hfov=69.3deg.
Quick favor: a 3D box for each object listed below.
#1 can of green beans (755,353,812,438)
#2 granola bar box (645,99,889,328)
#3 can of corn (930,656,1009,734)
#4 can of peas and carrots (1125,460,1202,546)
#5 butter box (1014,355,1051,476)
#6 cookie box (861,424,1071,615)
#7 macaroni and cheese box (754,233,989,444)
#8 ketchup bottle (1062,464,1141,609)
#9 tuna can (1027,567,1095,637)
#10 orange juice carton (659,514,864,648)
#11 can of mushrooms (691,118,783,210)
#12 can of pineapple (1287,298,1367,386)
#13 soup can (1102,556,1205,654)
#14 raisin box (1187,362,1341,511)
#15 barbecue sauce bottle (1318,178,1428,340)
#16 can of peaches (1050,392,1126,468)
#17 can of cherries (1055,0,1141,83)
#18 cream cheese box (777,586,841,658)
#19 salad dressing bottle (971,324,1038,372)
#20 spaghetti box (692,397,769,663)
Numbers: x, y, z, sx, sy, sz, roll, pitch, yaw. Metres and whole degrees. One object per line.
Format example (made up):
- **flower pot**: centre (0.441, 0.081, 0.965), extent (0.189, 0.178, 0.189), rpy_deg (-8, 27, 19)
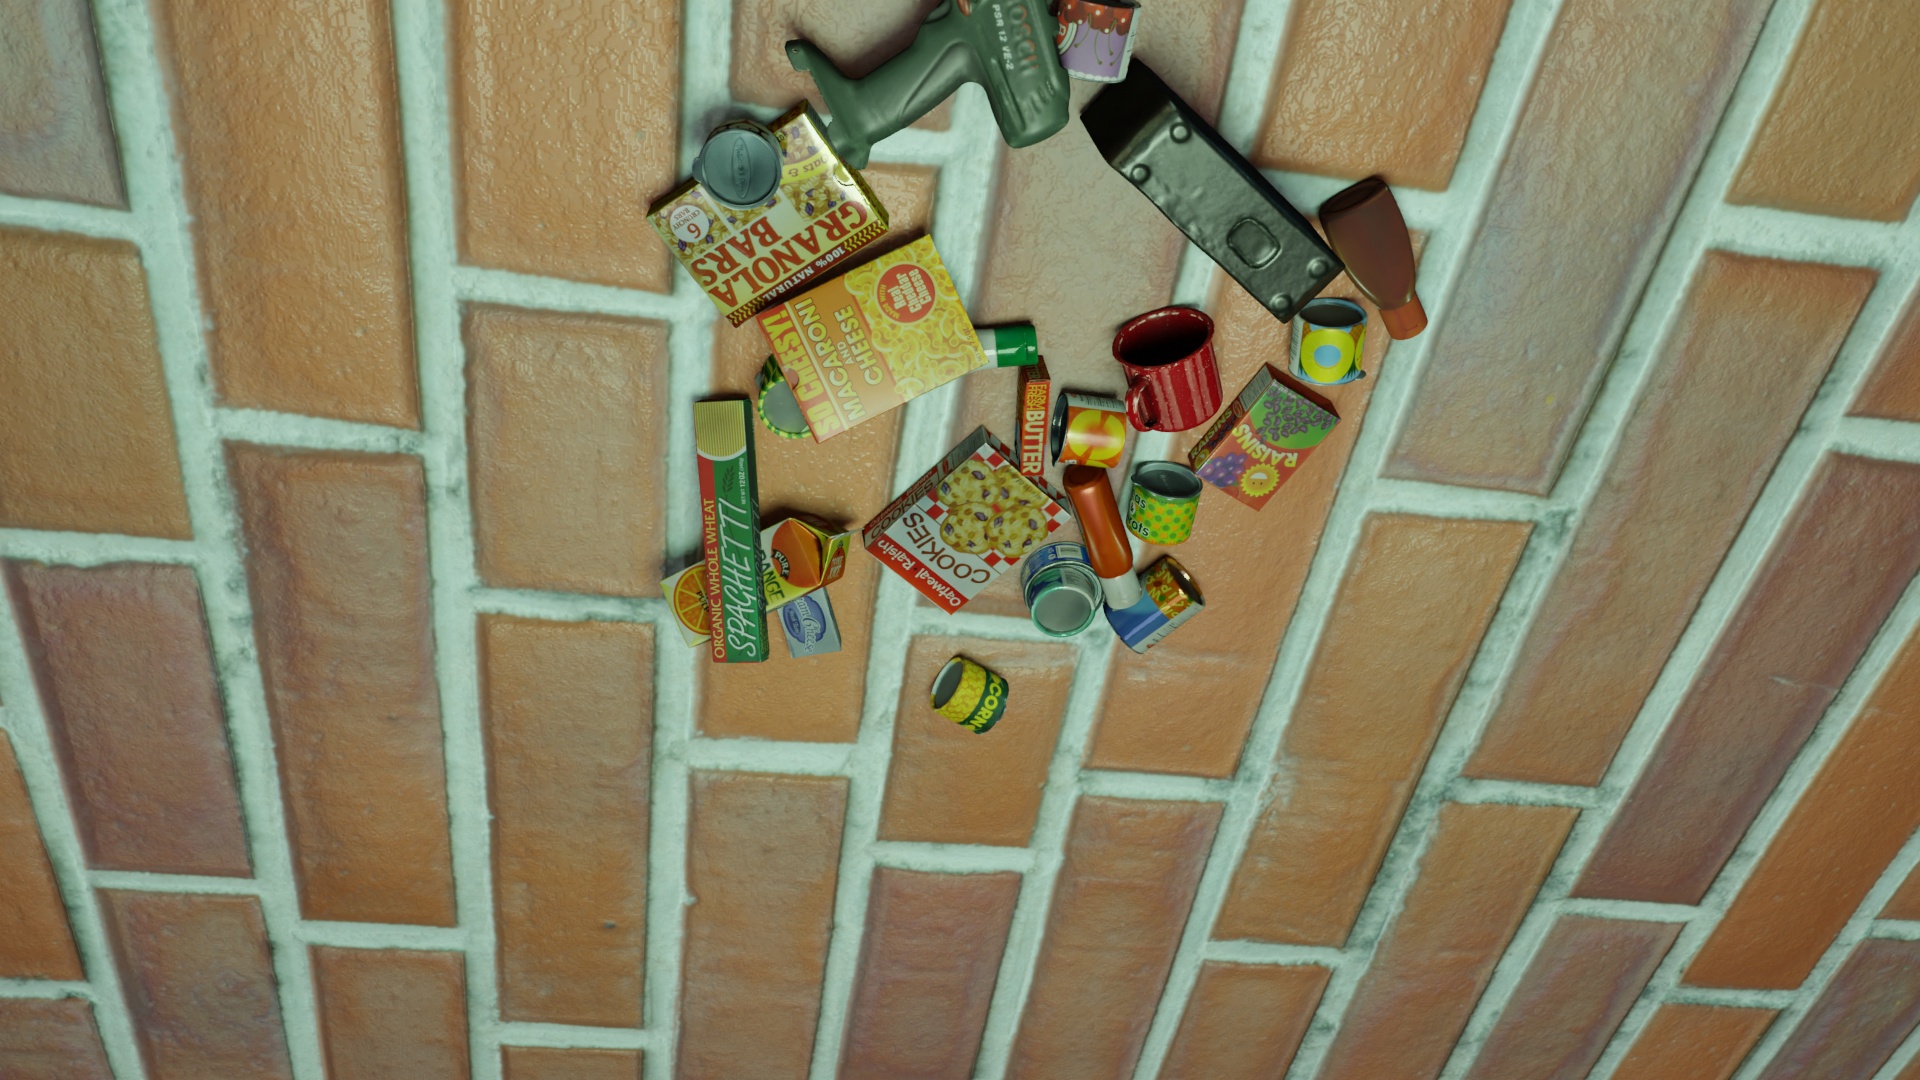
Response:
- **can of green beans**: centre (-0.151, -0.134, 1.264), extent (0.071, 0.058, 0.071), rpy_deg (-2, 124, -3)
- **granola bar box**: centre (-0.162, -0.274, 1.180), extent (0.165, 0.039, 0.124), rpy_deg (-29, 121, 15)
- **can of corn**: centre (0.010, 0.164, 1.473), extent (0.058, 0.071, 0.071), rpy_deg (30, 117, -21)
- **can of peas and carrots**: centre (0.195, -0.036, 1.352), extent (0.071, 0.071, 0.058), rpy_deg (3, 125, -6)
- **butter box**: centre (0.067, -0.116, 1.296), extent (0.024, 0.053, 0.103), rpy_deg (-1, 124, -5)
- **cookie box**: centre (0.005, -0.017, 1.368), extent (0.167, 0.040, 0.123), rpy_deg (-40, 118, 20)
- **macaroni and cheese box**: centre (-0.077, -0.175, 1.206), extent (0.166, 0.040, 0.123), rpy_deg (-26, 99, -3)
- **ketchup bottle**: centre (0.142, -0.003, 1.361), extent (0.043, 0.065, 0.148), rpy_deg (-16, 115, 11)
- **tuna can**: centre (0.099, 0.064, 1.391), extent (0.071, 0.033, 0.070), rpy_deg (-2, 124, -3)
- **orange juice carton**: centre (-0.185, 0.030, 1.350), extent (0.192, 0.072, 0.073), rpy_deg (-26, 88, 13)
- **can of mushrooms**: centre (-0.178, -0.303, 1.116), extent (0.071, 0.033, 0.070), rpy_deg (-1, 122, -2)
- **can of pineapple**: centre (0.336, -0.181, 1.264), extent (0.071, 0.071, 0.057), rpy_deg (-4, 124, -2)
- **soup can**: centre (0.197, 0.064, 1.423), extent (0.083, 0.072, 0.071), rpy_deg (-40, 118, 20)
- **raisin box**: centre (0.291, -0.097, 1.334), extent (0.086, 0.040, 0.123), rpy_deg (27, 119, -21)
- **barbecue sauce bottle**: centre (0.375, -0.245, 1.237), extent (0.065, 0.044, 0.148), rpy_deg (-27, 122, 14)
- **can of peaches**: centre (0.119, -0.101, 1.302), extent (0.058, 0.071, 0.071), rpy_deg (5, 124, -9)
- **can of cherries**: centre (0.102, -0.400, 1.097), extent (0.071, 0.072, 0.058), rpy_deg (6, 123, -8)
- **cream cheese box**: centre (-0.159, 0.073, 1.426), extent (0.053, 0.024, 0.103), rpy_deg (-11, 124, 2)
- **salad dressing bottle**: centre (-0.004, -0.171, 1.259), extent (0.148, 0.044, 0.064), rpy_deg (-6, 119, 0)
- **spaghetti box**: centre (-0.213, -0.007, 1.294), extent (0.050, 0.029, 0.249), rpy_deg (-2, 97, 10)
